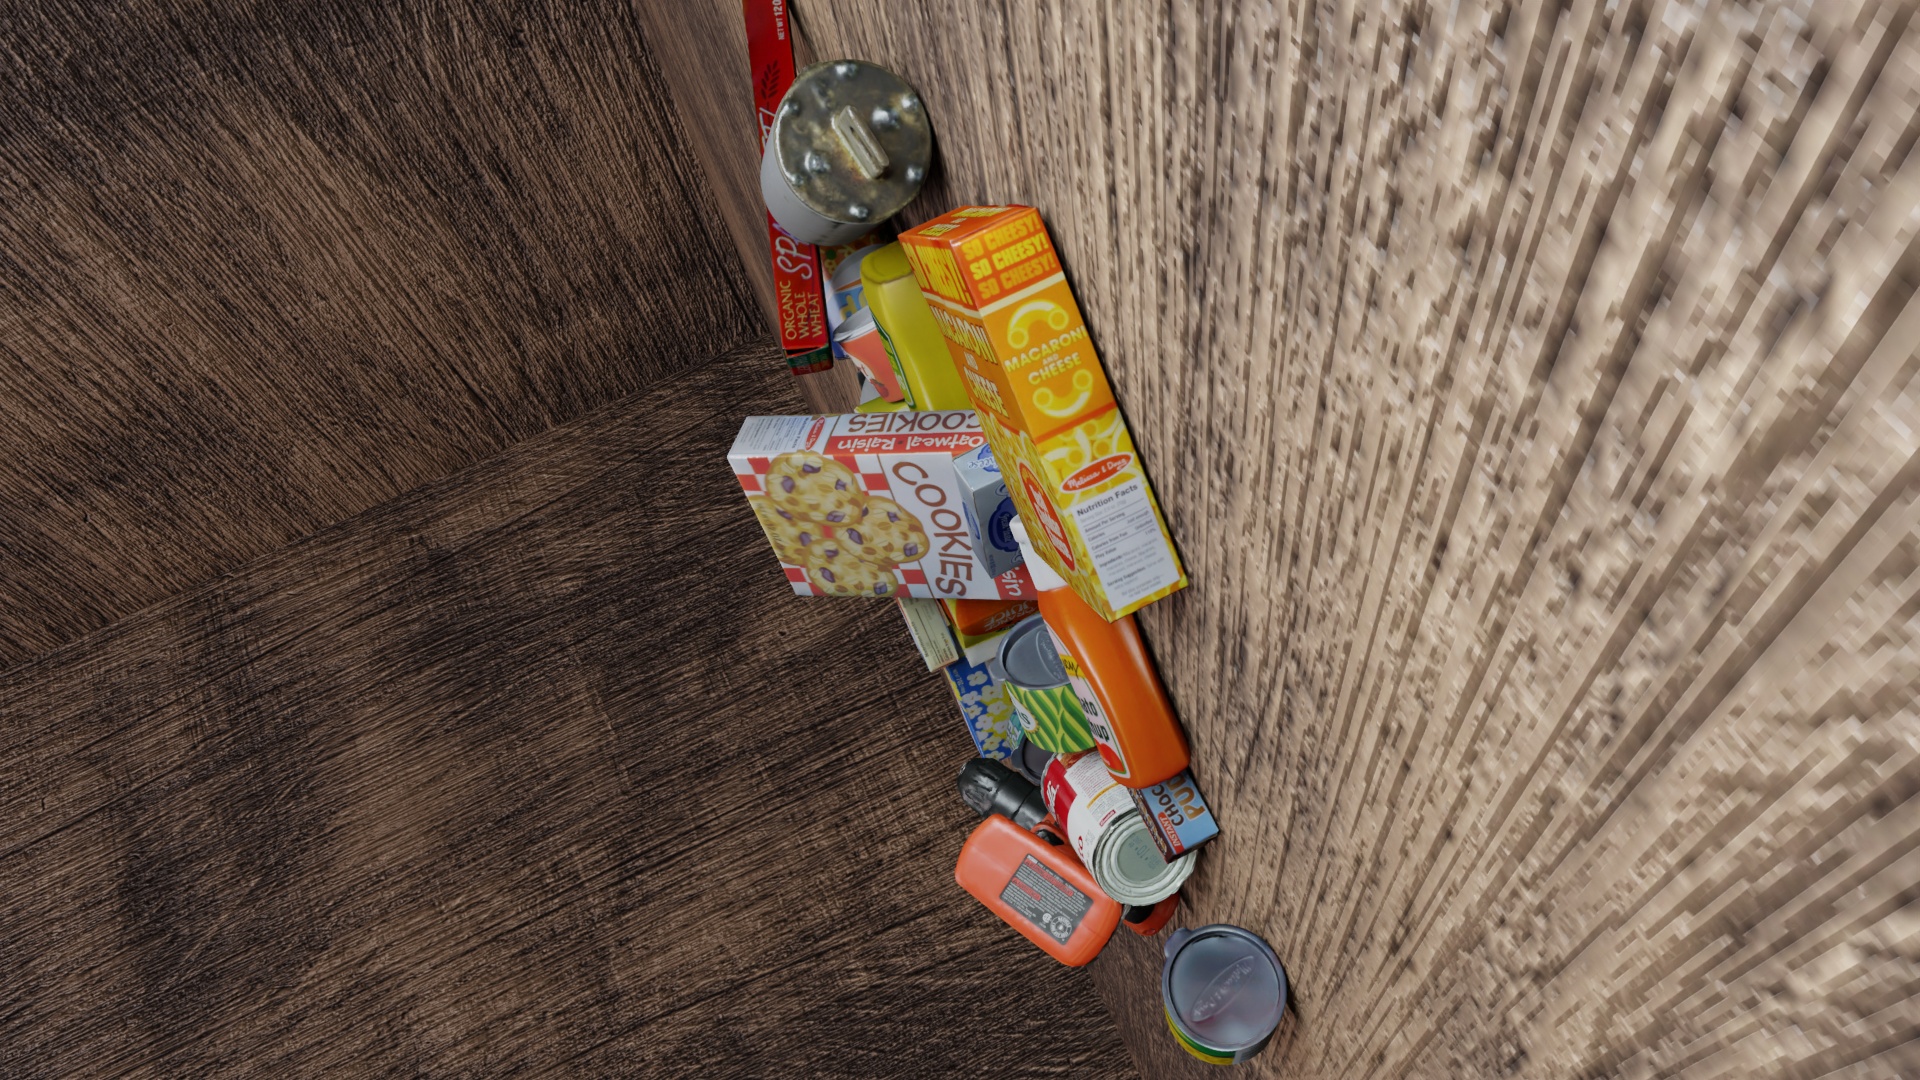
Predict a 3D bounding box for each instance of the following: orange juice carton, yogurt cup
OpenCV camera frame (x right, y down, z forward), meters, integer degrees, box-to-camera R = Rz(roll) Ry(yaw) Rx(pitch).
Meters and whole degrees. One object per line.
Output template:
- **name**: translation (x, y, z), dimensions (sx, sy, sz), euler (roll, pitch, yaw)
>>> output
- **orange juice carton**: translation (0.003, -0.011, 0.916), dimensions (0.073, 0.072, 0.192), euler (-133, 19, -72)
- **yogurt cup**: translation (-0.037, -0.122, 0.862), dimensions (0.054, 0.072, 0.072), euler (59, 177, -19)

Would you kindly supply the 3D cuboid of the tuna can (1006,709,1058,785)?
- **tuna can**: translation (0.066, 0.143, 1.007), dimensions (0.033, 0.071, 0.070), euler (-124, 11, -62)

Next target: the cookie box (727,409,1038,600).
- **cookie box**: translation (-0.036, -0.020, 0.824), dimensions (0.122, 0.167, 0.040), euler (70, -152, -43)

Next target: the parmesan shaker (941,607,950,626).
- **parmesan shaker**: translation (0.013, 0.034, 1.040), dimensions (0.071, 0.071, 0.102), euler (61, 174, 34)

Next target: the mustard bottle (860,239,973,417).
- **mustard bottle**: translation (-0.012, -0.094, 0.809), dimensions (0.065, 0.049, 0.159), euler (-118, 6, -57)

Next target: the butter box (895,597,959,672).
- **butter box**: translation (-0.034, 0.033, 0.942), dimensions (0.053, 0.024, 0.103), euler (-127, 13, -67)

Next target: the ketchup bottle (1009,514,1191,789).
- **ketchup bottle**: translation (0.070, 0.051, 0.710), dimensions (0.065, 0.043, 0.148), euler (-146, 32, -77)

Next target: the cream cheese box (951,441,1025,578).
- **cream cheese box**: translation (0.029, -0.021, 0.729), dimensions (0.024, 0.053, 0.103), euler (59, 172, 27)

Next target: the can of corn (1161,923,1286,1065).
- **can of corn**: translation (0.143, 0.251, 0.770), dimensions (0.058, 0.071, 0.071), euler (74, 169, -60)

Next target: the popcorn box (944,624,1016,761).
- **popcorn box**: translation (0.037, 0.102, 1.023), dimensions (0.038, 0.085, 0.126), euler (-120, 7, -46)

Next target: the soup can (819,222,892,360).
- **soup can**: translation (-0.068, -0.171, 0.923), dimensions (0.071, 0.071, 0.083), euler (-133, 19, -72)

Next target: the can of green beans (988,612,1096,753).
- **can of green beans**: translation (0.061, 0.083, 0.822), dimensions (0.071, 0.071, 0.057), euler (-123, 9, -53)

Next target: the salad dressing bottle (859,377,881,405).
- **salad dressing bottle**: translation (-0.039, -0.056, 1.036), dimensions (0.044, 0.064, 0.147), euler (19, 120, 54)

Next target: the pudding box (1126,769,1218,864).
- **pudding box**: translation (0.109, 0.134, 0.773), dimensions (0.049, 0.030, 0.084), euler (79, 165, -71)

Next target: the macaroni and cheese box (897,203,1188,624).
- **macaroni and cheese box**: translation (0.033, -0.060, 0.595), dimensions (0.166, 0.040, 0.124), euler (66, 174, -17)

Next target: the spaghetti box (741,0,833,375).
- **spaghetti box**: translation (-0.108, -0.228, 0.863), dimensions (0.050, 0.029, 0.250), euler (98, 164, -81)
